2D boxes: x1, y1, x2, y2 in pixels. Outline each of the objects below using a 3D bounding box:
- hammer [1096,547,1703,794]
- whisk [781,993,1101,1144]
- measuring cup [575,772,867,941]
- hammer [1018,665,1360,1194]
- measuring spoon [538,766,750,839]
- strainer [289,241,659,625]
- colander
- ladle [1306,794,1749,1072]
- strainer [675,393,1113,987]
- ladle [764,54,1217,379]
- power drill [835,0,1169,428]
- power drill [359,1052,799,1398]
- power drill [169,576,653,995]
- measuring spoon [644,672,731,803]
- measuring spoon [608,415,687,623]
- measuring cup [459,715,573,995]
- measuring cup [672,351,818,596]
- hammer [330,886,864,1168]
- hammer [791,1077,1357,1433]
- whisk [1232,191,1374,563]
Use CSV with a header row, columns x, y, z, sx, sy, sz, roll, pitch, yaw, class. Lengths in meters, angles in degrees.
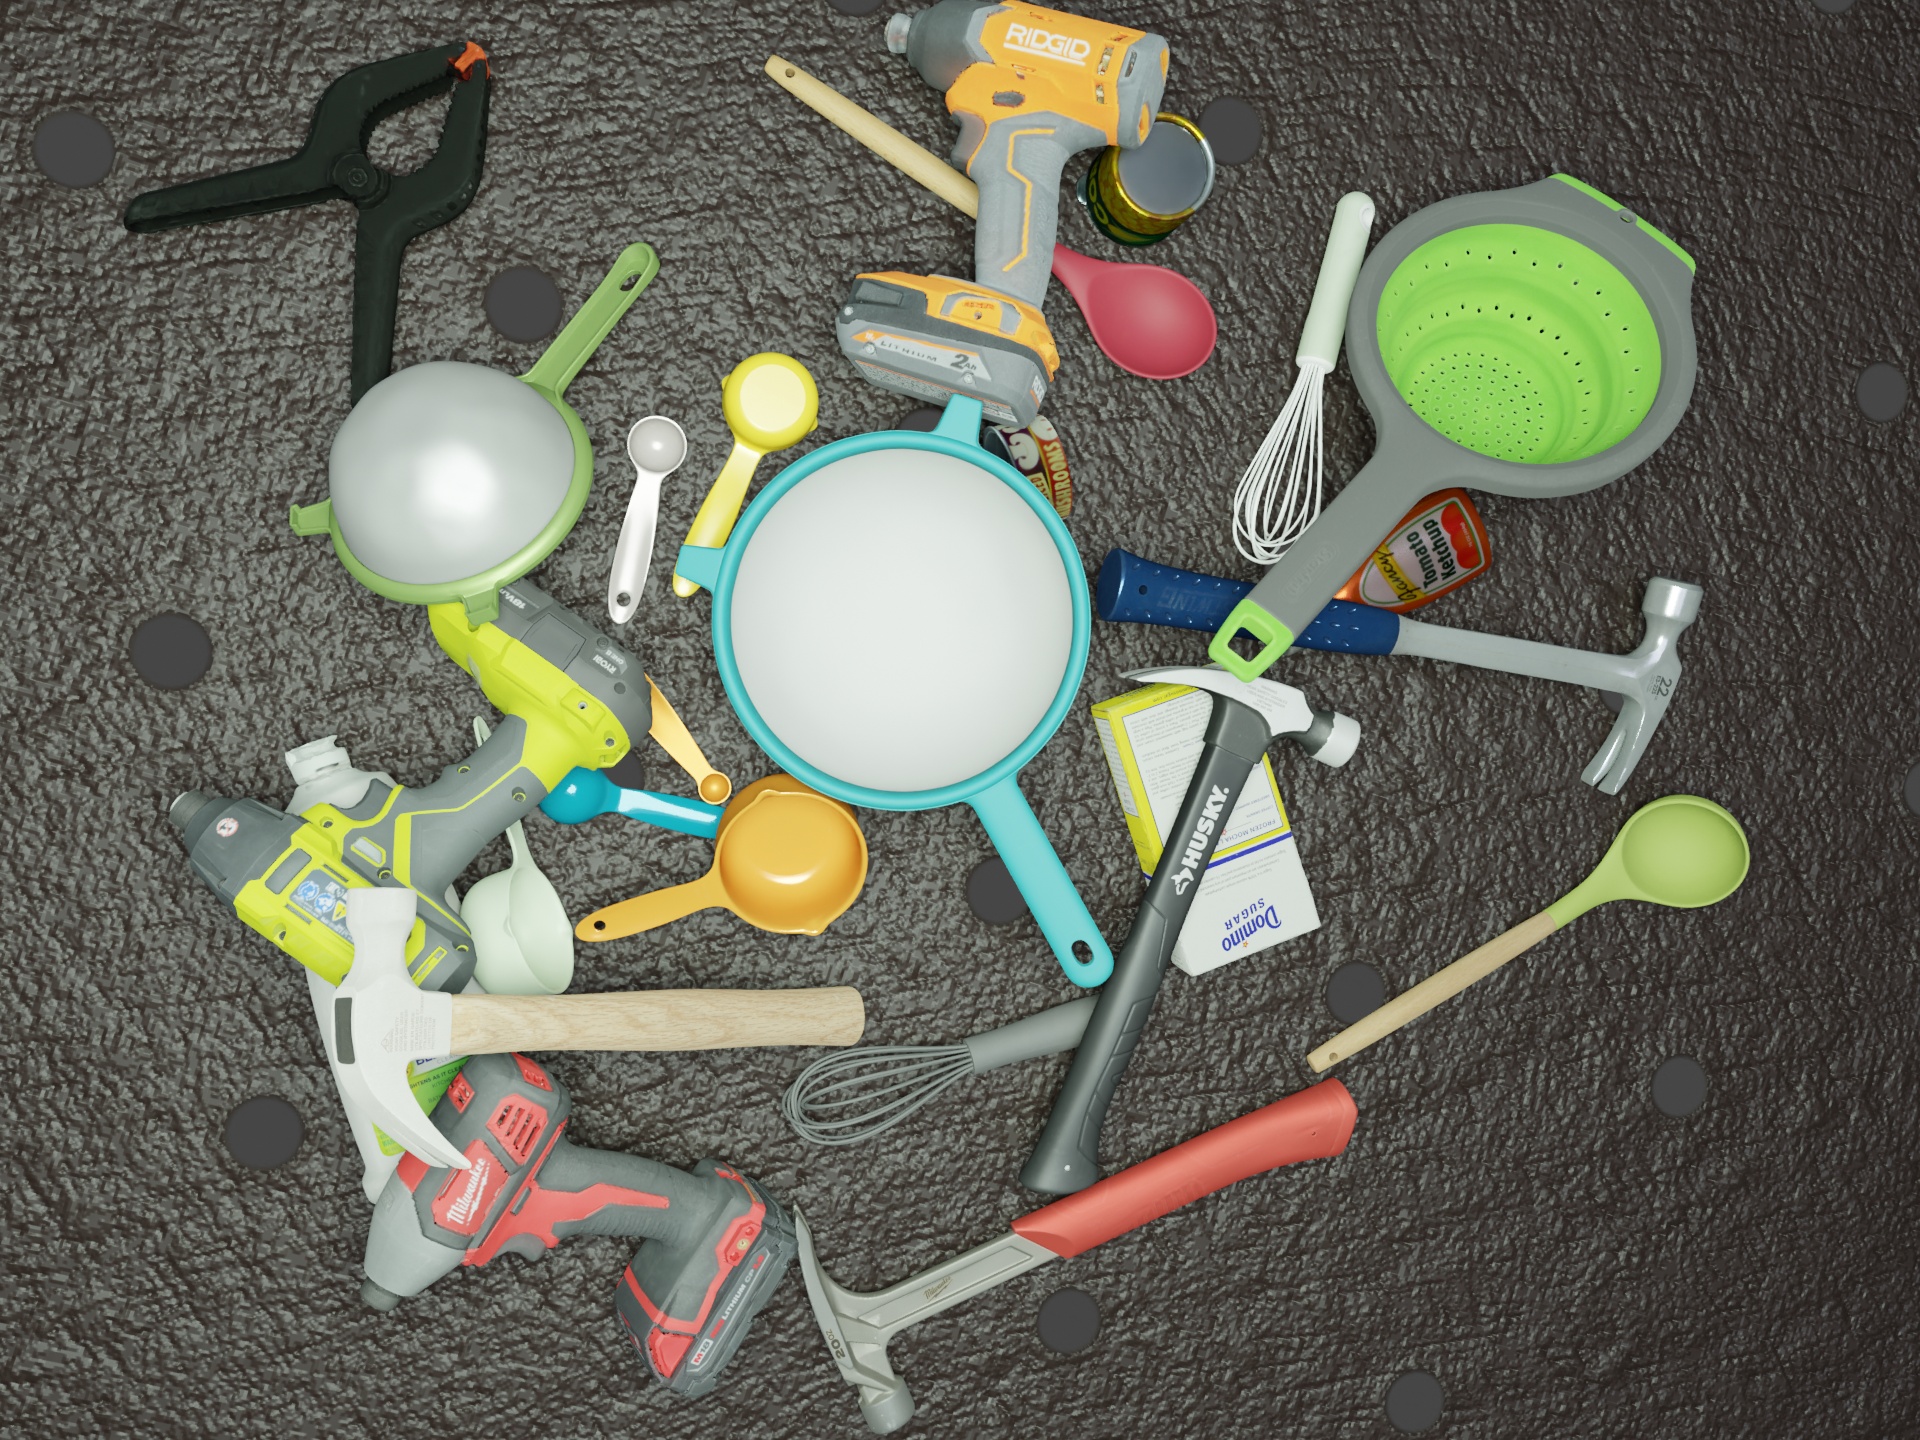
x,y,z,sx,sy,sz,roll,pitch,yaw,class
0.274,-0.046,0.981,0.405,0.035,0.144,8,102,-19,hammer
0.008,0.205,0.969,0.239,0.055,0.055,-15,95,-14,whisk
-0.140,0.088,0.931,0.173,0.052,0.095,-18,110,-1,measuring cup
0.111,0.125,0.949,0.146,0.035,0.335,23,90,-13,hammer
-0.186,0.051,0.936,0.128,0.021,0.042,14,89,-12,measuring spoon
-0.252,-0.183,0.868,0.151,0.069,0.256,26,70,22,strainer
0.277,-0.157,0.956,0.204,0.094,0.397,40,74,13,colander
0.367,0.146,1.034,0.320,0.062,0.078,-29,97,-6,ladle
-0.001,-0.003,0.929,0.211,0.095,0.340,-29,95,4,strainer
0.018,-0.306,0.963,0.315,0.031,0.069,32,86,-9,ladle
0.008,-0.298,0.907,0.164,0.084,0.226,19,89,11,power drill
-0.211,0.282,0.872,0.219,0.079,0.143,37,82,-32,power drill
-0.286,0.030,0.845,0.171,0.080,0.223,35,65,3,power drill
-0.177,0.002,0.945,0.021,0.011,0.117,-39,95,-9,measuring spoon
-0.188,-0.118,0.937,0.034,0.018,0.124,13,96,-12,measuring spoon
-0.267,0.081,0.907,0.038,0.083,0.168,-20,79,7,measuring cup
-0.132,-0.144,0.936,0.062,0.029,0.156,25,85,-11,measuring cup
-0.173,0.161,0.841,0.331,0.031,0.130,11,74,-49,hammer
0.079,0.300,0.991,0.359,0.037,0.149,-22,96,-9,hammer
0.220,-0.216,0.999,0.057,0.059,0.246,21,83,-48,whisk
